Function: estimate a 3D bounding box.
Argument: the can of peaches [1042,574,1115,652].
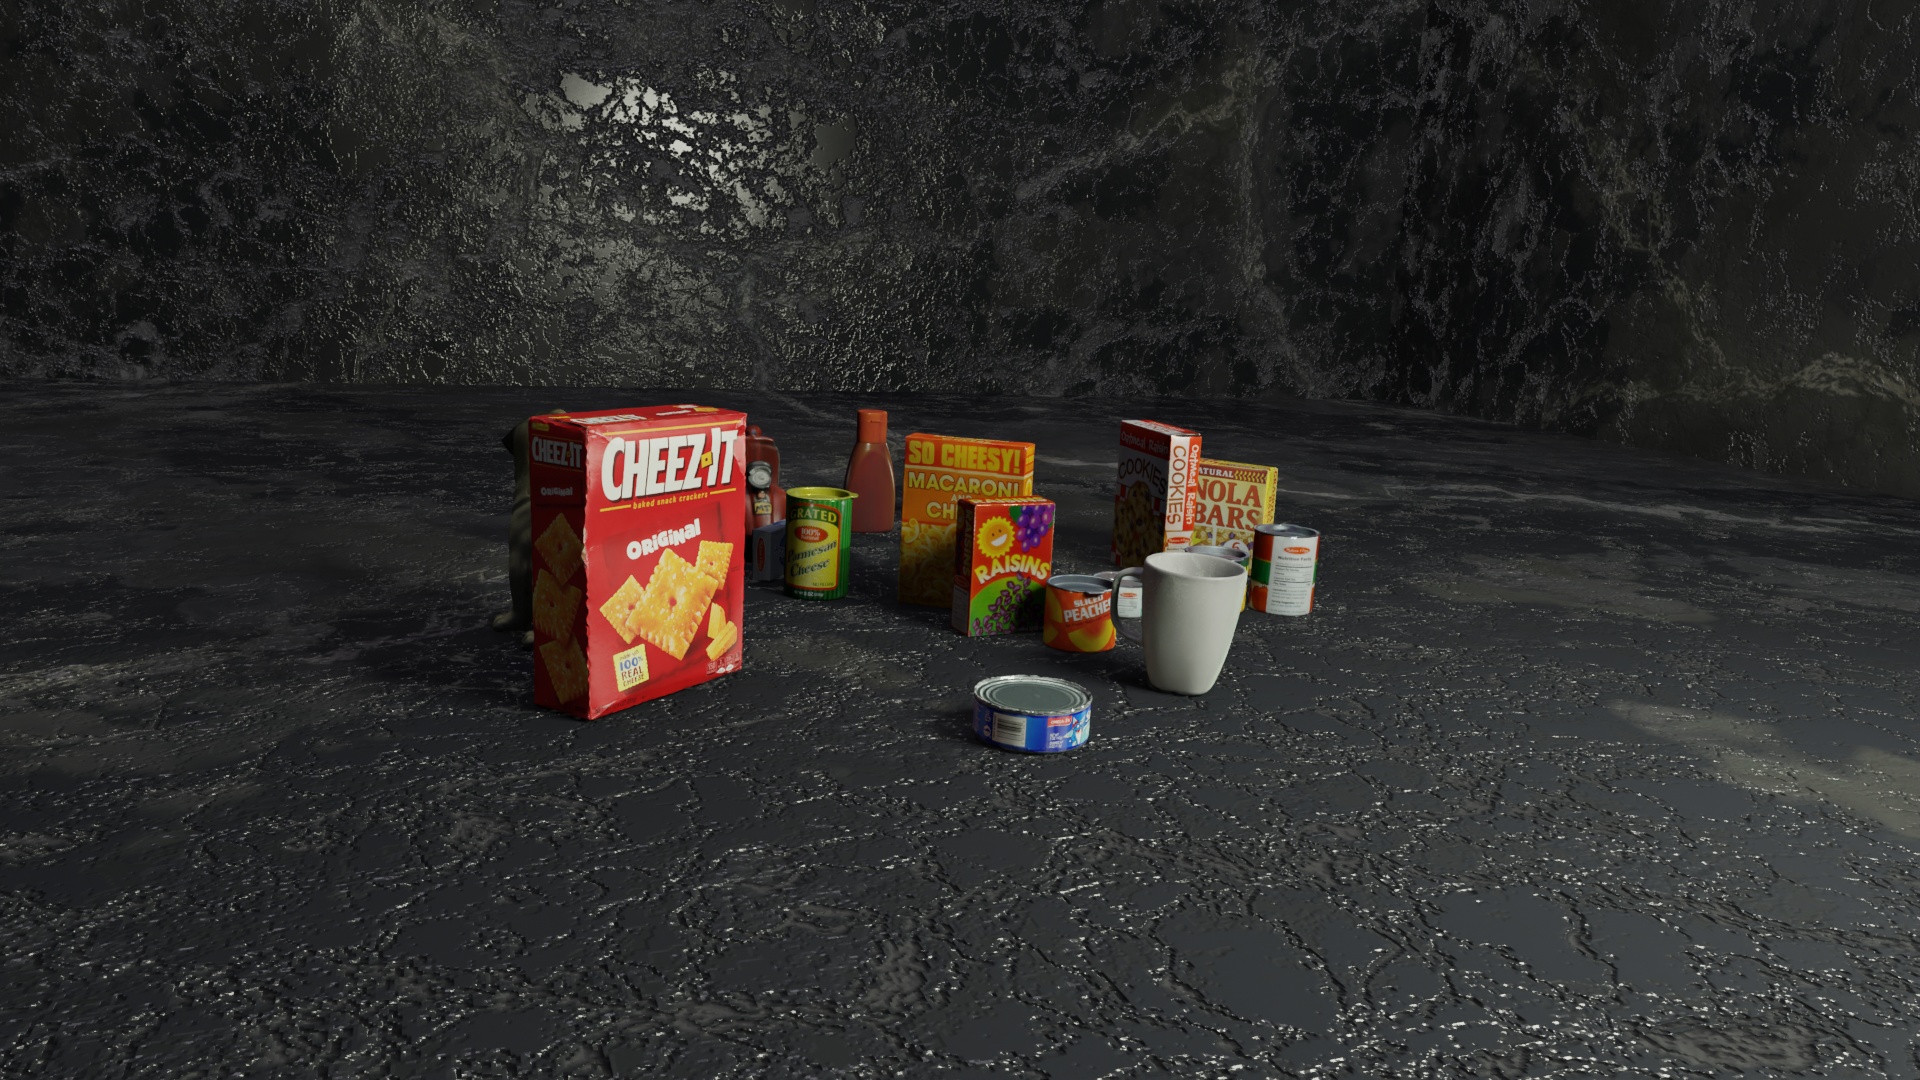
[{"bbox_3d":[0.109,0.066,1.250,0.071,0.058,0.071,3,11,0],"label":"can of peaches"}]

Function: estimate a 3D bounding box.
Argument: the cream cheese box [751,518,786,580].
[{"bbox_3d":[-0.187,0.007,1.469,0.024,0.053,0.104,7,12,19],"label":"cream cheese box"}]

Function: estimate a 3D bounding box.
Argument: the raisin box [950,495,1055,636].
[{"bbox_3d":[0.039,0.023,1.281,0.086,0.123,0.040,-2,12,-25],"label":"raisin box"}]

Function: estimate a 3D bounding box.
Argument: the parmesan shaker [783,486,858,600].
[{"bbox_3d":[-0.139,0.003,1.379,0.071,0.102,0.071,3,11,0],"label":"parmesan shaker"}]

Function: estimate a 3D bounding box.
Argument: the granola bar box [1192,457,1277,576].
[{"bbox_3d":[0.277,-0.033,1.609,0.165,0.124,0.039,9,13,29],"label":"granola bar box"}]

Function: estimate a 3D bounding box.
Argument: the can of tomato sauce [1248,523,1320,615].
[{"bbox_3d":[0.331,0.029,1.426,0.071,0.083,0.071,3,11,0],"label":"can of tomato sauce"}]

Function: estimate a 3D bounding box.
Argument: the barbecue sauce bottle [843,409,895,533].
[{"bbox_3d":[-0.111,-0.085,1.700,0.065,0.148,0.044,0,12,-17],"label":"barbecue sauce bottle"}]

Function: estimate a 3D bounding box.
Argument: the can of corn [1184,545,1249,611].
[{"bbox_3d":[0.260,0.040,1.414,0.071,0.058,0.071,3,11,0],"label":"can of corn"}]

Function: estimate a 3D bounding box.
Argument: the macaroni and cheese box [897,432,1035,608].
[{"bbox_3d":[0.005,-0.017,1.358,0.124,0.166,0.040,6,11,15],"label":"macaroni and cheese box"}]

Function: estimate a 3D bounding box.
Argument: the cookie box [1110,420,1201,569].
[{"bbox_3d":[0.216,-0.045,1.545,0.040,0.167,0.123,-1,12,-20],"label":"cookie box"}]

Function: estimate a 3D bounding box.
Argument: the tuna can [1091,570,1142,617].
[{"bbox_3d":[0.162,0.053,1.389,0.071,0.032,0.071,3,12,0],"label":"tuna can"}]
